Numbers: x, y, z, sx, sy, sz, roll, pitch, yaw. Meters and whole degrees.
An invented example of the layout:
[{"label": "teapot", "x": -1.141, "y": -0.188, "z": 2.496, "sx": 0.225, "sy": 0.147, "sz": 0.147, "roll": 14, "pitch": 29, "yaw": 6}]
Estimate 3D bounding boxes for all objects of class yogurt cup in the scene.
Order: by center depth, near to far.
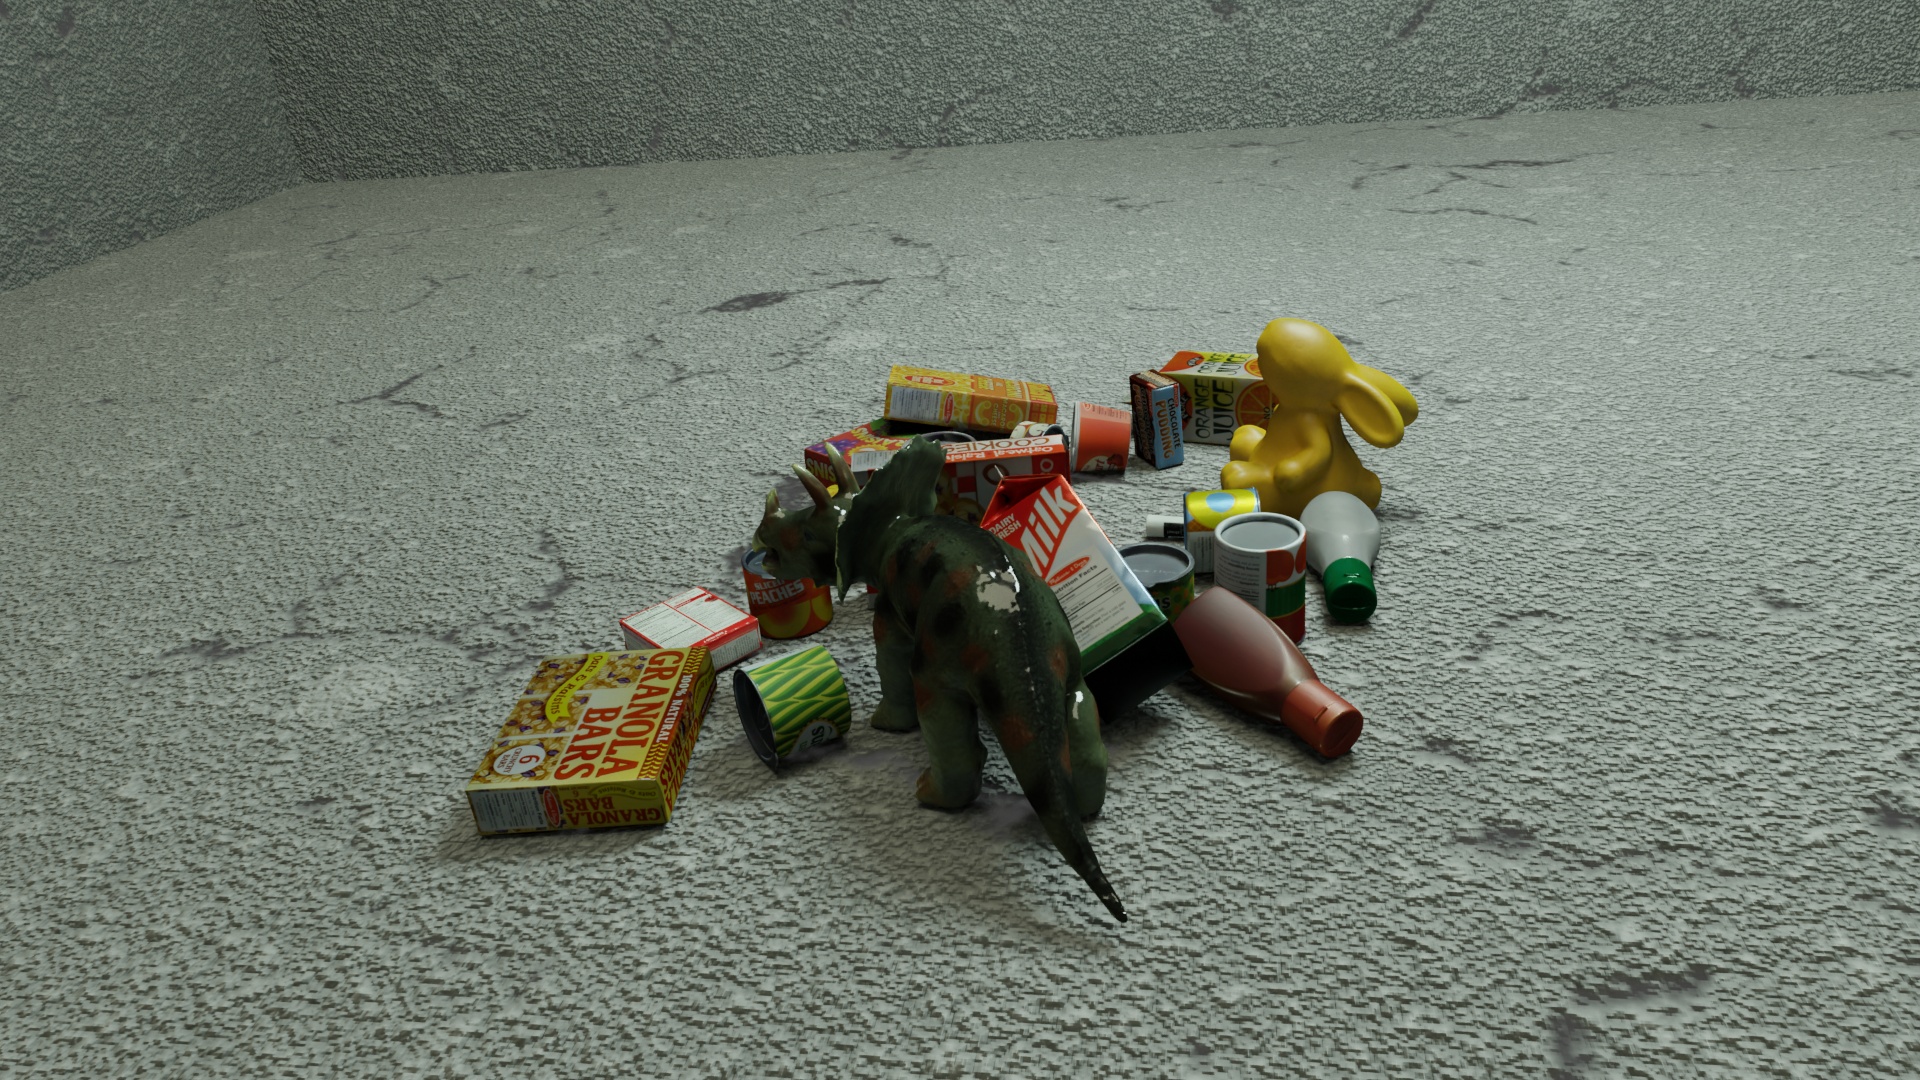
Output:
[{"label": "yogurt cup", "x": 0.132, "y": -0.096, "z": 1.312, "sx": 0.054, "sy": 0.072, "sz": 0.073, "roll": 4, "pitch": 26, "yaw": 2}]

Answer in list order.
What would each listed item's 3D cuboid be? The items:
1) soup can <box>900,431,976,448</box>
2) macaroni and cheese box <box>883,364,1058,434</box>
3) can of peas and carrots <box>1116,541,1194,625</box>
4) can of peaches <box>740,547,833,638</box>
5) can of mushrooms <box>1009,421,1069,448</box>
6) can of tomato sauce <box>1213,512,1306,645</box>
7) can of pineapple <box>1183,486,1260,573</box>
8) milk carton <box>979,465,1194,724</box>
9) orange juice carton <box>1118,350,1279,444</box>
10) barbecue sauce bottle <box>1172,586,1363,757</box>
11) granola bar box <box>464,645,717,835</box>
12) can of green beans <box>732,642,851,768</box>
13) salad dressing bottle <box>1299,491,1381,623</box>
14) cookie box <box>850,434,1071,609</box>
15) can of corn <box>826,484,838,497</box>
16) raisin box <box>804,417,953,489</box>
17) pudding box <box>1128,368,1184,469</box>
[{"label": "soup can", "x": -0.013, "y": -0.044, "z": 1.205, "sx": 0.071, "sy": 0.083, "sz": 0.071, "roll": -4, "pitch": 26, "yaw": 2}, {"label": "macaroni and cheese box", "x": 0.010, "y": -0.140, "z": 1.392, "sx": 0.166, "sy": 0.040, "sz": 0.124, "roll": 7, "pitch": 15, "yaw": -2}, {"label": "can of peas and carrots", "x": 0.140, "y": 0.042, "z": 1.025, "sx": 0.071, "sy": 0.058, "sz": 0.071, "roll": -5, "pitch": 26, "yaw": 2}, {"label": "can of peaches", "x": -0.136, "y": 0.038, "z": 1.089, "sx": 0.071, "sy": 0.057, "sz": 0.071, "roll": -4, "pitch": 26, "yaw": 2}, {"label": "can of mushrooms", "x": 0.071, "y": -0.077, "z": 1.277, "sx": 0.033, "sy": 0.070, "sz": 0.071, "roll": 8, "pitch": 29, "yaw": 29}, {"label": "can of tomato sauce", "x": 0.218, "y": 0.029, "z": 1.008, "sx": 0.071, "sy": 0.082, "sz": 0.071, "roll": -5, "pitch": 26, "yaw": 2}, {"label": "can of pineapple", "x": 0.208, "y": -0.009, "z": 1.108, "sx": 0.058, "sy": 0.070, "sz": 0.071, "roll": -3, "pitch": 25, "yaw": 7}, {"label": "milk carton", "x": 0.076, "y": 0.025, "z": 0.964, "sx": 0.073, "sy": 0.072, "sz": 0.191, "roll": -34, "pitch": 51, "yaw": 2}, {"label": "orange juice carton", "x": 0.258, "y": -0.141, "z": 1.366, "sx": 0.193, "sy": 0.072, "sz": 0.072, "roll": 7, "pitch": 28, "yaw": 25}, {"label": "barbecue sauce bottle", "x": 0.202, "y": 0.089, "z": 0.922, "sx": 0.065, "sy": 0.043, "sz": 0.149, "roll": -48, "pitch": 40, "yaw": -1}, {"label": "granola bar box", "x": -0.242, "y": 0.132, "z": 0.937, "sx": 0.124, "sy": 0.039, "sz": 0.166, "roll": -4, "pitch": 25, "yaw": 4}, {"label": "can of green beans", "x": -0.112, "y": 0.108, "z": 0.929, "sx": 0.058, "sy": 0.071, "sz": 0.071, "roll": -18, "pitch": 28, "yaw": -26}, {"label": "salad dressing bottle", "x": 0.296, "y": 0.012, "z": 1.076, "sx": 0.064, "sy": 0.043, "sz": 0.148, "roll": 1, "pitch": 27, "yaw": 9}, {"label": "cookie box", "x": 0.004, "y": -0.014, "z": 1.094, "sx": 0.167, "sy": 0.122, "sz": 0.040, "roll": -5, "pitch": 26, "yaw": 0}, {"label": "can of corn", "x": -0.083, "y": -0.013, "z": 1.177, "sx": 0.058, "sy": 0.071, "sz": 0.071, "roll": 7, "pitch": 28, "yaw": 24}, {"label": "raisin box", "x": -0.078, "y": -0.083, "z": 1.351, "sx": 0.086, "sy": 0.040, "sz": 0.124, "roll": 20, "pitch": 34, "yaw": 41}, {"label": "pudding box", "x": 0.186, "y": -0.115, "z": 1.315, "sx": 0.030, "sy": 0.083, "sz": 0.050, "roll": -17, "pitch": 28, "yaw": -16}]
